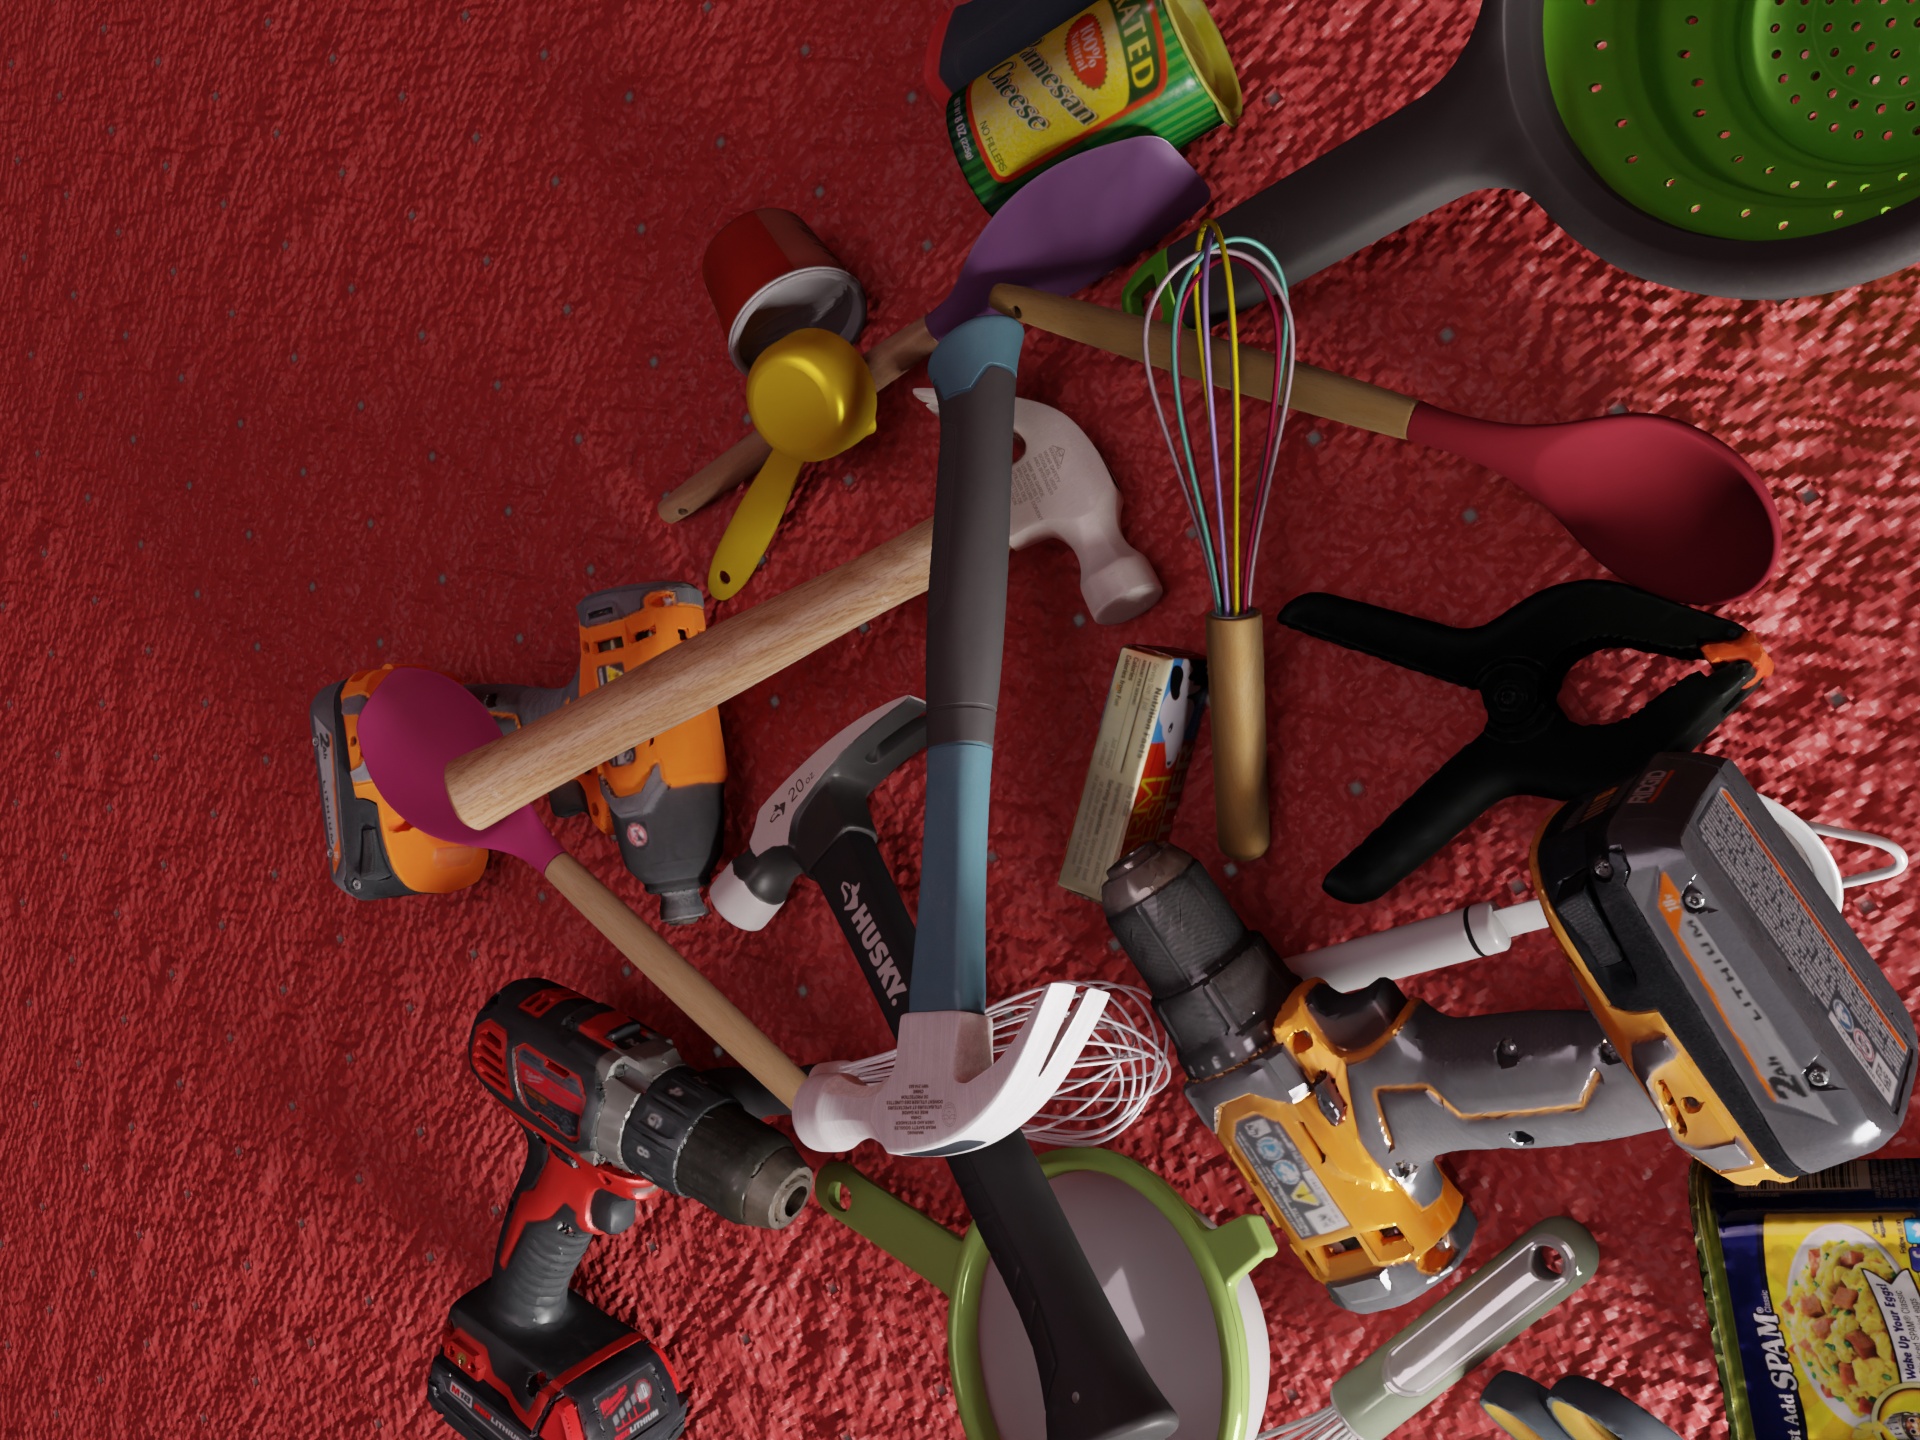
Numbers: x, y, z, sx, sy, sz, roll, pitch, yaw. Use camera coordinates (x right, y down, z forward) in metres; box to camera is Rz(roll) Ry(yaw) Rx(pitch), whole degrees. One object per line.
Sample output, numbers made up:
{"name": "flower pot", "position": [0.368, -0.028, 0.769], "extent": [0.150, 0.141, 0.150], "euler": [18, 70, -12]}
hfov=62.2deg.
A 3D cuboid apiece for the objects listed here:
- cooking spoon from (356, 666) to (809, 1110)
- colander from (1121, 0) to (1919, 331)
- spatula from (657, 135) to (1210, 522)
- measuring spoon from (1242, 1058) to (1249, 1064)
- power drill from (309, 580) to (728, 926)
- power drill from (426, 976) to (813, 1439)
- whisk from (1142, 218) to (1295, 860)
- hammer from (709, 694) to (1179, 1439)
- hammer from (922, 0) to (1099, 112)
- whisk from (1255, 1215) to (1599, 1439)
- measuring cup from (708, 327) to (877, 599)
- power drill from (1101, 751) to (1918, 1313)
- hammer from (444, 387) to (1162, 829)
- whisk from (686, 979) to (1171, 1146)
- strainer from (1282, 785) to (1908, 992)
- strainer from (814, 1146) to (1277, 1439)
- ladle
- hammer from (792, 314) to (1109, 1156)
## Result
{"name": "cooking spoon", "position": [-0.169, 0.083, 0.732], "extent": [0.319, 0.017, 0.069], "euler": [39, 96, 18]}
{"name": "colander", "position": [0.222, -0.212, 0.544], "extent": [0.397, 0.094, 0.204], "euler": [-19, 80, 48]}
{"name": "spatula", "position": [-0.031, -0.163, 0.708], "extent": [0.316, 0.059, 0.018], "euler": [-27, 50, 34]}
{"name": "measuring spoon", "position": [0.111, 0.145, 0.636], "extent": [0.117, 0.011, 0.021], "euler": [55, 140, 15]}
{"name": "power drill", "position": [-0.216, 0.032, 0.802], "extent": [0.226, 0.084, 0.164], "euler": [-12, 85, 27]}
{"name": "power drill", "position": [-0.163, 0.252, 0.751], "extent": [0.188, 0.080, 0.226], "euler": [21, 108, 29]}
{"name": "whisk", "position": [0.103, -0.063, 0.603], "extent": [0.047, 0.051, 0.245], "euler": [20, 121, 53]}
{"name": "hammer", "position": [-0.004, 0.130, 0.628], "extent": [0.146, 0.035, 0.335], "euler": [-49, 44, 18]}
{"name": "hammer", "position": [0.142, -0.357, 0.610], "extent": [0.386, 0.038, 0.143], "euler": [-35, 74, 26]}
{"name": "whisk", "position": [0.143, 0.267, 0.603], "extent": [0.246, 0.059, 0.058], "euler": [-47, 60, 17]}
{"name": "measuring cup", "position": [-0.090, -0.109, 0.732], "extent": [0.062, 0.029, 0.156], "euler": [37, 126, 5]}
{"name": "power drill", "position": [0.162, 0.092, 0.536], "extent": [0.226, 0.084, 0.185], "euler": [-37, 86, 42]}
{"name": "hammer", "position": [-0.085, -0.039, 0.700], "extent": [0.331, 0.031, 0.130], "euler": [-26, 71, 11]}
{"name": "whisk", "position": [-0.031, 0.159, 0.707], "extent": [0.284, 0.070, 0.070], "euler": [-15, 82, 35]}
{"name": "strainer", "position": [0.198, 0.071, 0.574], "extent": [0.258, 0.050, 0.086], "euler": [-24, 110, 34]}
{"name": "strainer", "position": [0.035, 0.237, 0.663], "extent": [0.256, 0.069, 0.151], "euler": [13, 91, 50]}
{"name": "ladle", "position": [0.144, -0.118, 0.595], "extent": [0.315, 0.031, 0.069], "euler": [24, 140, 25]}
{"name": "hammer", "position": [-0.001, -0.002, 0.617], "extent": [0.128, 0.033, 0.331], "euler": [-10, 70, 40]}
